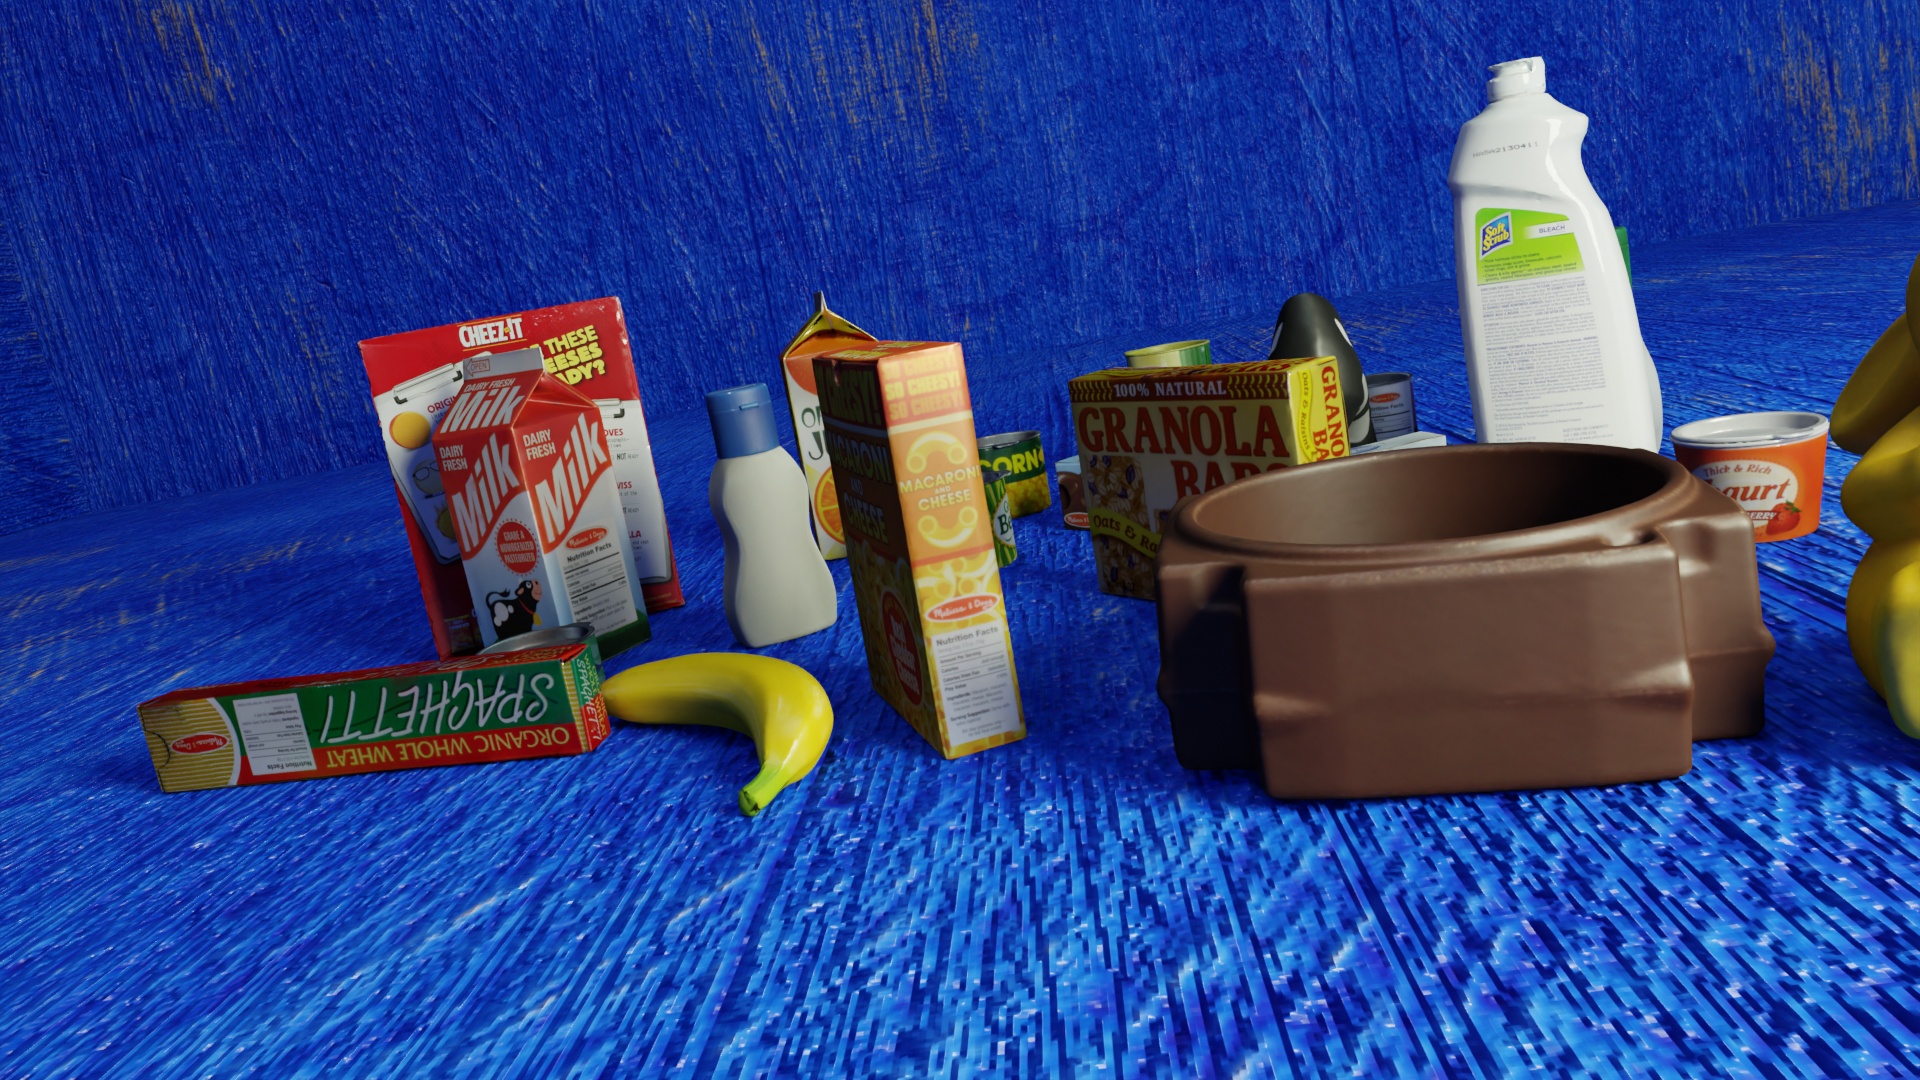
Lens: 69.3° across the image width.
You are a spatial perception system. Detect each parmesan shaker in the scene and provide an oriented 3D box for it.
[{"bbox_3d":[0.168,-0.102,1.095,0.071,0.103,0.071,-10,11,2],"label":"parmesan shaker"}]

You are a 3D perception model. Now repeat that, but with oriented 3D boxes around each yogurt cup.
[{"bbox_3d":[0.387,-0.031,0.679,0.072,0.053,0.072,-10,11,2],"label":"yogurt cup"}]

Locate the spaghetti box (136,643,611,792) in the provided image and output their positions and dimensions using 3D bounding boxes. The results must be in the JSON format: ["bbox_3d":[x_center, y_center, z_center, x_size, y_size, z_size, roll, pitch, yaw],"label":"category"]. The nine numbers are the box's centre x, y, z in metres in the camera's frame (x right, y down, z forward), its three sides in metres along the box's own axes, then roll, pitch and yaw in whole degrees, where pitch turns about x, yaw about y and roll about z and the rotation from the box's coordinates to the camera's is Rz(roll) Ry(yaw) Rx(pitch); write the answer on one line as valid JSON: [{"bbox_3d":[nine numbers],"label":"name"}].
[{"bbox_3d":[-0.294,0.090,0.693,0.250,0.050,0.029,-7,11,14],"label":"spaghetti box"}]

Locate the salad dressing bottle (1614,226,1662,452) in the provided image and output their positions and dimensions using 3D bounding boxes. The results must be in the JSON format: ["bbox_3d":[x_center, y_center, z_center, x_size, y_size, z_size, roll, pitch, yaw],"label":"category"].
[{"bbox_3d":[0.395,-0.116,0.852,0.044,0.147,0.064,-14,11,-19],"label":"salad dressing bottle"}]

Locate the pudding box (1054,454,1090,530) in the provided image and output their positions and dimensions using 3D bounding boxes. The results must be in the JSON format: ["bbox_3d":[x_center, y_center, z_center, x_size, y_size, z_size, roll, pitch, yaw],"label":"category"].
[{"bbox_3d":[0.105,-0.033,0.948,0.030,0.049,0.083,-19,14,-38],"label":"pudding box"}]

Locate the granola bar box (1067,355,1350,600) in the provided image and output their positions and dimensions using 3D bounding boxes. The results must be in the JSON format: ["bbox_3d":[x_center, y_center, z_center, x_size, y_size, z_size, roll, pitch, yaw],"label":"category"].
[{"bbox_3d":[0.128,-0.028,0.715,0.039,0.124,0.165,-17,13,-31],"label":"granola bar box"}]

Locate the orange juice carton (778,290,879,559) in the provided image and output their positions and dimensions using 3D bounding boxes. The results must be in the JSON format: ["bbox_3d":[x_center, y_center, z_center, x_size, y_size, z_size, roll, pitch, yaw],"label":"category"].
[{"bbox_3d":[-0.088,-0.089,1.029,0.073,0.192,0.072,-12,11,-8],"label":"orange juice carton"}]

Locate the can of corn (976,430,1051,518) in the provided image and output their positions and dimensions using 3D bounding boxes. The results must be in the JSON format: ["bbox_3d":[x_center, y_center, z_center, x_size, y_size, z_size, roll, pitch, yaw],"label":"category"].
[{"bbox_3d":[0.034,-0.050,1.071,0.071,0.058,0.071,-10,11,2],"label":"can of corn"}]

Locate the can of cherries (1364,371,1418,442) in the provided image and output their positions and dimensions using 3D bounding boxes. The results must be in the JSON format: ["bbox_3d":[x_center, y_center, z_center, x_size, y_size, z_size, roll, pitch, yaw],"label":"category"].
[{"bbox_3d":[0.306,-0.092,1.039,0.071,0.058,0.071,-10,11,2],"label":"can of cherries"}]

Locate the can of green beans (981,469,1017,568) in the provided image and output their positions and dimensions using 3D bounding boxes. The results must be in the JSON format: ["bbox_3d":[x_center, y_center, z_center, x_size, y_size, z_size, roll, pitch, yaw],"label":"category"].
[{"bbox_3d":[0.001,-0.011,0.911,0.071,0.057,0.071,-10,11,2],"label":"can of green beans"}]

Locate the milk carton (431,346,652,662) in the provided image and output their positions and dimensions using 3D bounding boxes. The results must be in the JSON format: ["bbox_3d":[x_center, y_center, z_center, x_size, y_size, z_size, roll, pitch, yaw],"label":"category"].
[{"bbox_3d":[-0.256,-0.019,0.839,0.072,0.190,0.074,-4,13,31],"label":"milk carton"}]

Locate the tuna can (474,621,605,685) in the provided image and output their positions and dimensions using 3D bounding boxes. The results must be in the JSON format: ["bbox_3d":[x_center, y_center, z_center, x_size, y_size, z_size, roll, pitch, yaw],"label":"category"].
[{"bbox_3d":[-0.232,0.071,0.775,0.071,0.032,0.071,-10,11,2],"label":"tuna can"}]

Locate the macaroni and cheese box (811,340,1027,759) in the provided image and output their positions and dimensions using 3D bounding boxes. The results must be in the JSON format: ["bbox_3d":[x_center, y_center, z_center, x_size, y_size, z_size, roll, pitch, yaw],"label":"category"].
[{"bbox_3d":[-0.022,-0.002,0.611,0.040,0.166,0.124,-13,11,-16],"label":"macaroni and cheese box"}]

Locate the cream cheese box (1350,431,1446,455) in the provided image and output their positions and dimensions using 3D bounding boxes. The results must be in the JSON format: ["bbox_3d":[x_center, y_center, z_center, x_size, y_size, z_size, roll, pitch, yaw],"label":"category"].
[{"bbox_3d":[0.231,-0.026,0.795,0.104,0.053,0.024,-13,11,-16],"label":"cream cheese box"}]

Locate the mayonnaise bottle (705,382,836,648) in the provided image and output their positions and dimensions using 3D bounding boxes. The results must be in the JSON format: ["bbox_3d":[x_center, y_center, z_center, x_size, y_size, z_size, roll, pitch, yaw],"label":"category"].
[{"bbox_3d":[-0.115,-0.016,0.807,0.065,0.147,0.041,-15,12,-25],"label":"mayonnaise bottle"}]
